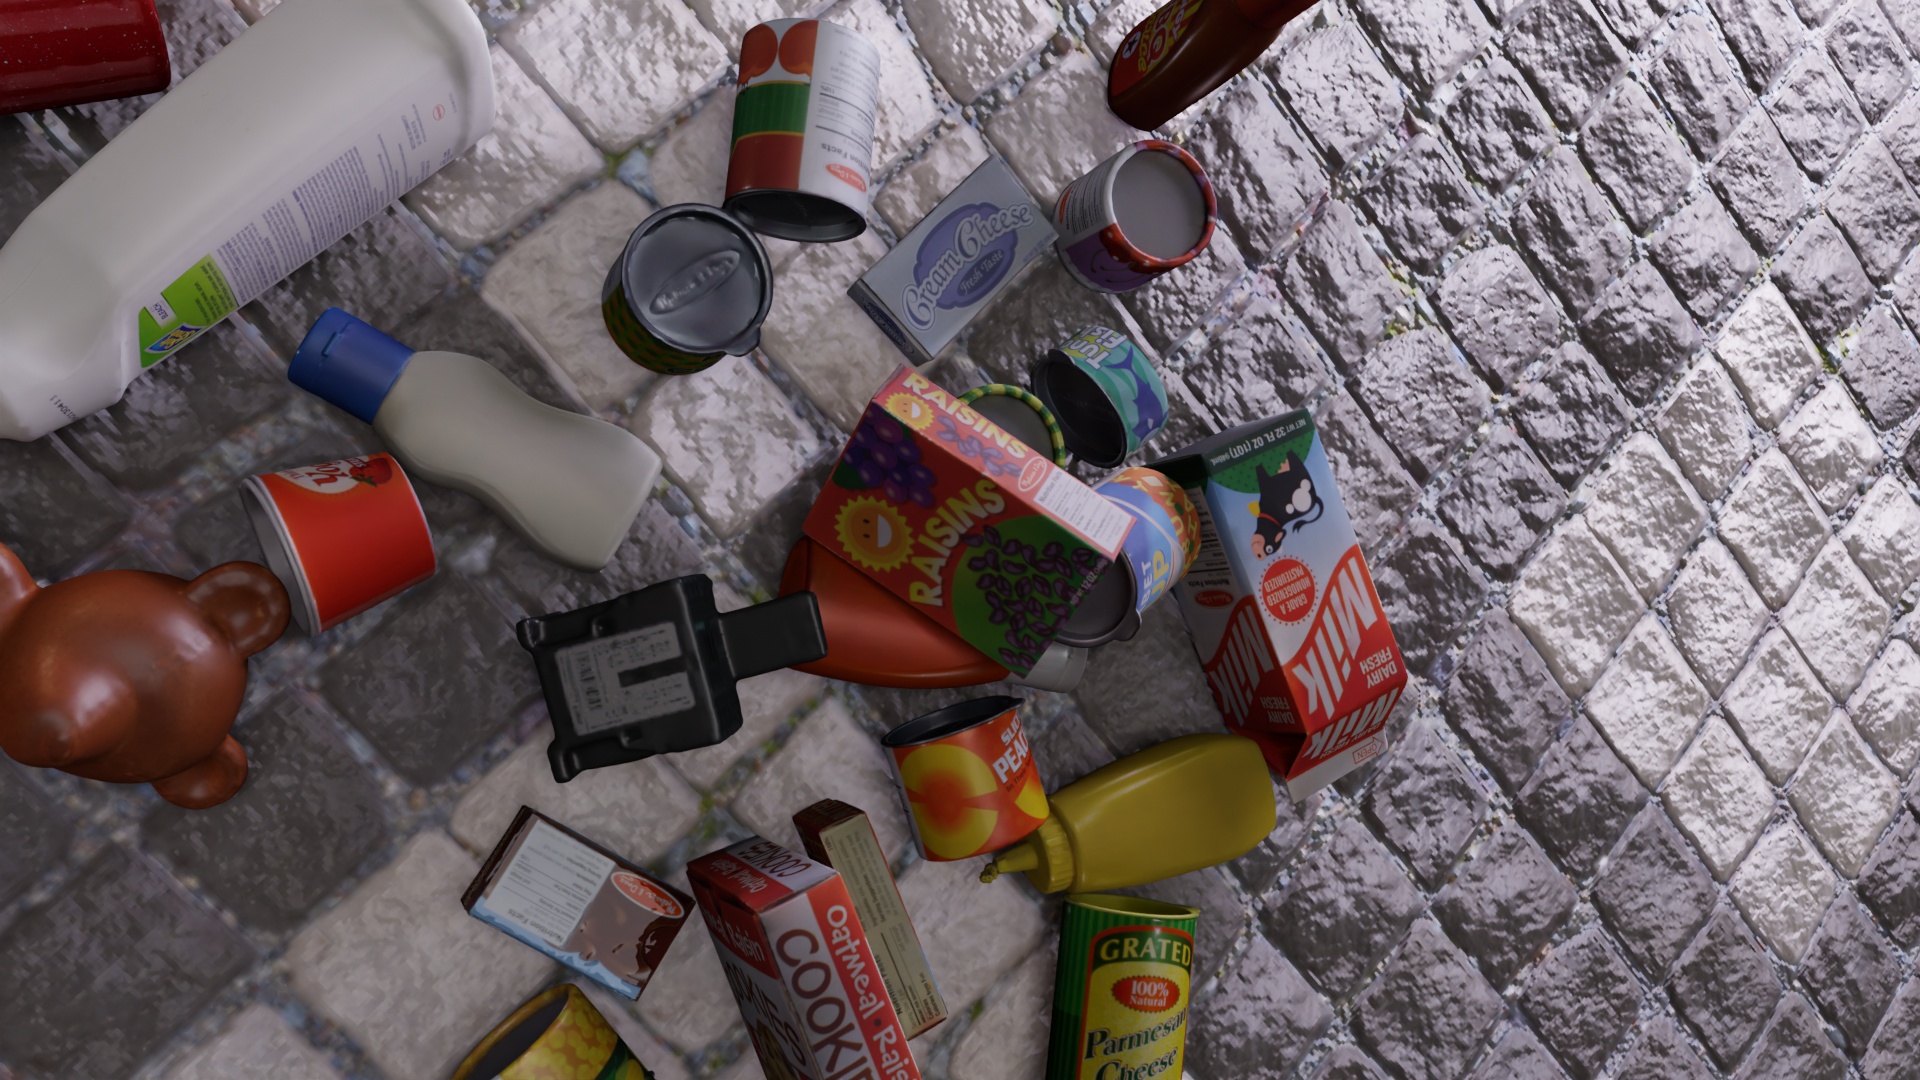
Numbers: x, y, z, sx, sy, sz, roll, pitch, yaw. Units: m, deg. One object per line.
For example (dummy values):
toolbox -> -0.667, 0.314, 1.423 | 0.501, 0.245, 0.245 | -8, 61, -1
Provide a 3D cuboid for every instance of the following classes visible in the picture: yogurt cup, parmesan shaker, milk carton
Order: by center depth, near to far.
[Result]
yogurt cup -> -0.247, -0.002, 0.556 | 0.054, 0.072, 0.072 | -24, 95, -31
parmesan shaker -> 0.080, 0.228, 0.670 | 0.071, 0.071, 0.103 | 9, 82, -22
milk carton -> 0.166, 0.036, 0.721 | 0.072, 0.073, 0.190 | -23, 94, -23

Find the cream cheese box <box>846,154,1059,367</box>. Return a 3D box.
cream cheese box -> -0.002, -0.139, 0.693 | 0.053, 0.024, 0.104 | 48, 70, -12

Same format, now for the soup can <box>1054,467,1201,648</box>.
soup can -> 0.073, 0.008, 0.670 | 0.084, 0.071, 0.071 | -31, 99, -54

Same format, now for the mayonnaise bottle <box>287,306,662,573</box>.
mayonnaise bottle -> -0.205, -0.046, 0.590 | 0.148, 0.041, 0.065 | 31, 73, -16

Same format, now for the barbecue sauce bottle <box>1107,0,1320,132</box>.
barbecue sauce bottle -> 0.129, -0.257, 0.692 | 0.043, 0.148, 0.065 | 25, 77, -20

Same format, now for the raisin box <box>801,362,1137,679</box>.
raisin box -> 0.002, -0.008, 0.613 | 0.123, 0.085, 0.040 | 33, 39, 1

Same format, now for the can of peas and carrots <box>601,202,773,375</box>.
can of peas and carrots -> -0.121, -0.109, 0.621 | 0.071, 0.058, 0.071 | 2, 85, -23

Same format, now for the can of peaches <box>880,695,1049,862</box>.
can of peaches -> 0.005, 0.110, 0.648 | 0.071, 0.071, 0.058 | -19, 94, -23

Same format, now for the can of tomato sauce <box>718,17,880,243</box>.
can of tomato sauce -> -0.075, -0.189, 0.646 | 0.071, 0.071, 0.083 | 8, 82, -22

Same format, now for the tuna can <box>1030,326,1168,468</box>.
tuna can -> 0.069, -0.074, 0.693 | 0.033, 0.071, 0.071 | -39, 100, -22

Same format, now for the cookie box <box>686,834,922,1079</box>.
cookie box -> -0.057, 0.213, 0.582 | 0.040, 0.122, 0.167 | -22, 94, -24

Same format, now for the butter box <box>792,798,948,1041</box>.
butter box -> -0.042, 0.170, 0.632 | 0.024, 0.053, 0.103 | -24, 94, -20

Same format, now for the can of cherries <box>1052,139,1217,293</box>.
can of cherries -> 0.092, -0.166, 0.717 | 0.071, 0.058, 0.071 | 2, 84, -22

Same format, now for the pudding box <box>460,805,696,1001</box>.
pudding box -> -0.163, 0.155, 0.594 | 0.083, 0.030, 0.050 | 35, 72, -17

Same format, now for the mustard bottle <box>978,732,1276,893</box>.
mustard bottle -> 0.079, 0.140, 0.688 | 0.161, 0.048, 0.065 | -12, 89, -23

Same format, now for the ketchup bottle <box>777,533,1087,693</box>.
ketchup bottle -> -0.012, 0.042, 0.661 | 0.149, 0.043, 0.065 | 14, 69, -22

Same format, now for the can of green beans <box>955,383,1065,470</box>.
can of green beans -> 0.009, -0.039, 0.670 | 0.071, 0.057, 0.071 | 2, 84, -23

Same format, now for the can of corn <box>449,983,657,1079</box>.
can of corn -> -0.165, 0.224, 0.569 | 0.071, 0.071, 0.058 | -40, 100, -21
